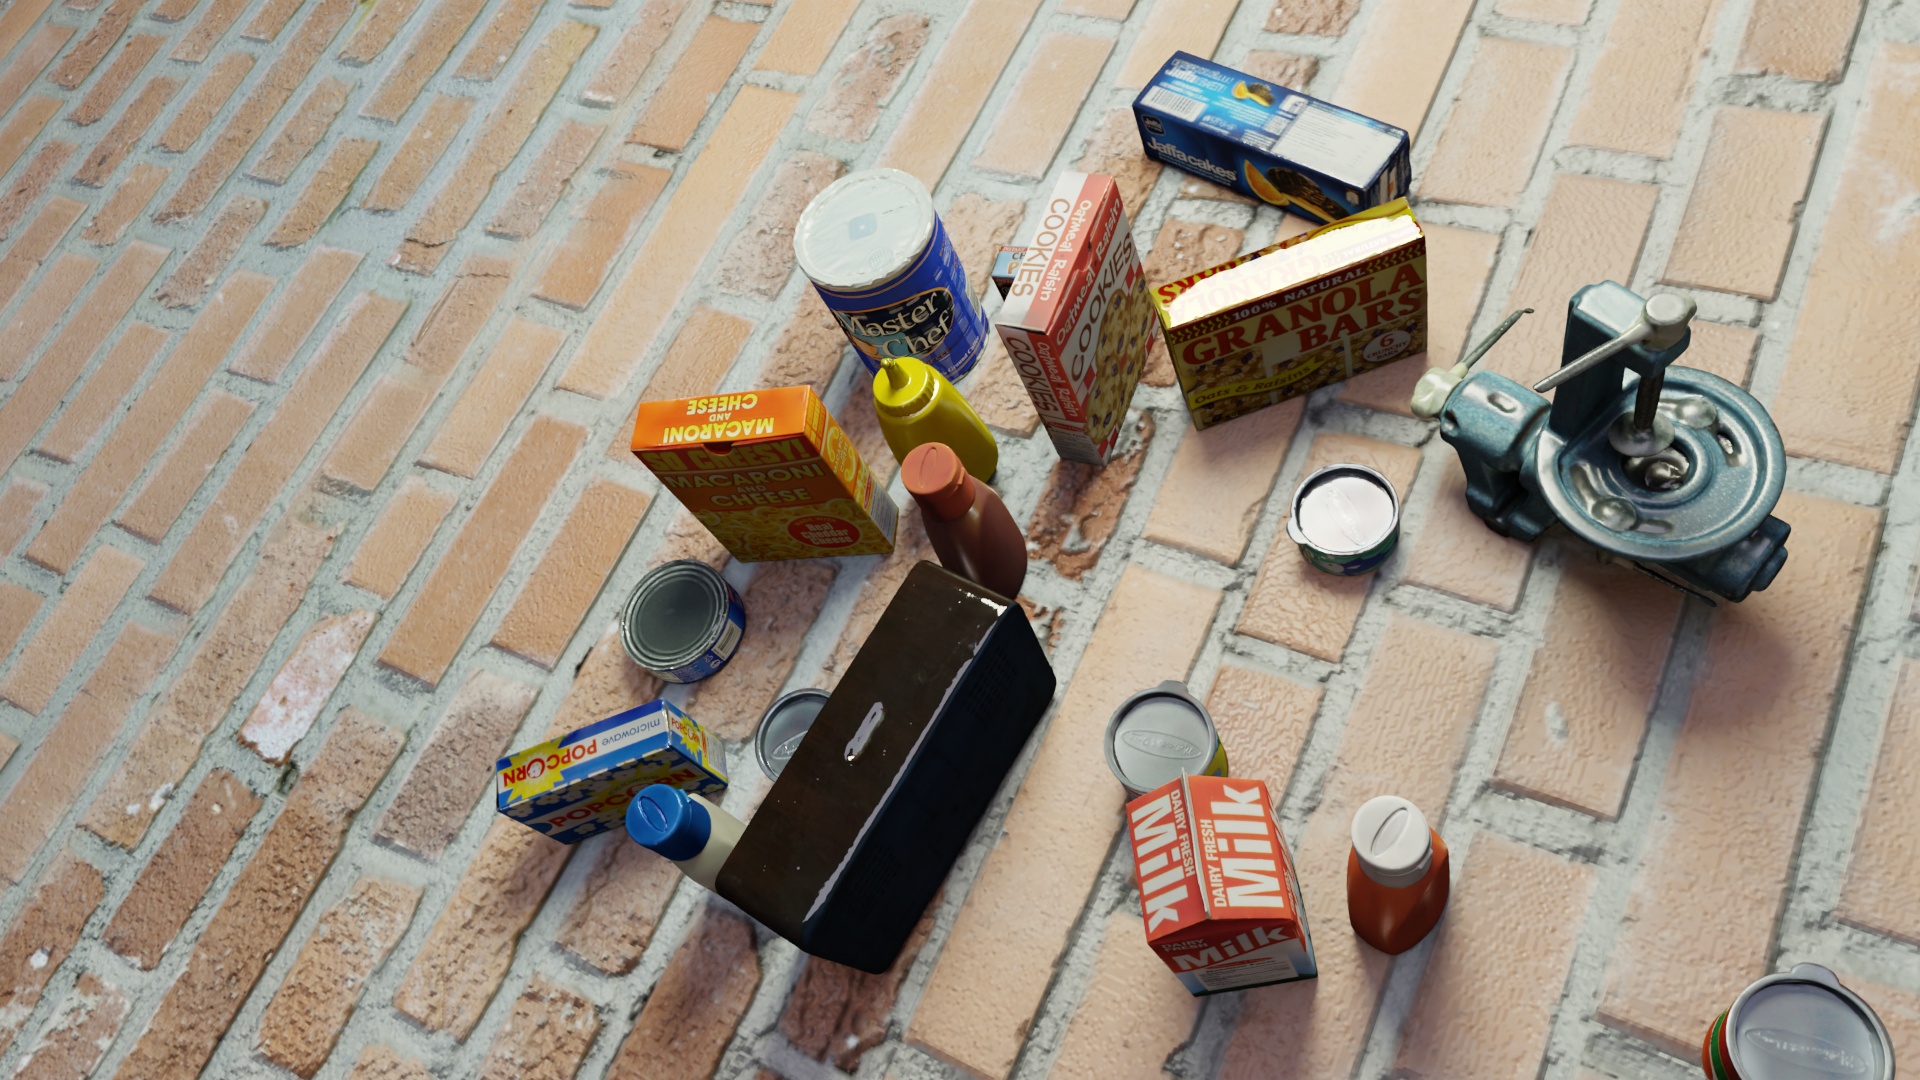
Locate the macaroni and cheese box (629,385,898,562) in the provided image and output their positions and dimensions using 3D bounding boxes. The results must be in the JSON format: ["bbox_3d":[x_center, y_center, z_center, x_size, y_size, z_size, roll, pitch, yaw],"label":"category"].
[{"bbox_3d":[-0.127,-0.040,0.943,0.123,0.166,0.040,-4,62,17],"label":"macaroni and cheese box"}]

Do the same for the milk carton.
[{"bbox_3d":[0.135,0.179,0.720,0.073,0.190,0.072,-13,60,12],"label":"milk carton"}]

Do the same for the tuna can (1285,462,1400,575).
[{"bbox_3d":[0.242,-0.012,0.879,0.071,0.032,0.071,-8,61,15],"label":"tuna can"}]

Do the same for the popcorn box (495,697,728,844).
[{"bbox_3d":[-0.230,0.155,0.922,0.126,0.085,0.038,-21,59,8],"label":"popcorn box"}]

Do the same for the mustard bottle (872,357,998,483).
[{"bbox_3d":[-0.023,-0.082,0.932,0.065,0.159,0.049,-42,58,-5],"label":"mustard bottle"}]

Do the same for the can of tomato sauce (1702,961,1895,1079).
[{"bbox_3d":[0.394,0.244,0.660,0.071,0.083,0.071,-8,61,15],"label":"can of tomato sauce"}]

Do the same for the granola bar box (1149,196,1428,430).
[{"bbox_3d":[0.217,-0.143,0.903,0.165,0.124,0.039,-19,59,9],"label":"granola bar box"}]

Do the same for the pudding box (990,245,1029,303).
[{"bbox_3d":[0.070,-0.191,1.024,0.084,0.049,0.030,8,66,23],"label":"pudding box"}]

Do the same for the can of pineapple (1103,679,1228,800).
[{"bbox_3d":[0.125,0.127,0.830,0.071,0.057,0.071,-8,61,15],"label":"can of pineapple"}]

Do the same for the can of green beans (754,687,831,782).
[{"bbox_3d":[-0.091,0.136,0.900,0.071,0.057,0.071,-8,61,15],"label":"can of green beans"}]

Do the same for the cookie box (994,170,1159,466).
[{"bbox_3d":[0.084,-0.144,0.924,0.040,0.167,0.123,13,68,25],"label":"cookie box"}]

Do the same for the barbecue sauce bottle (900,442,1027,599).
[{"bbox_3d":[0.003,-0.011,0.893,0.043,0.148,0.065,4,65,21],"label":"barbecue sauce bottle"}]

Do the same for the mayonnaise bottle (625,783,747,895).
[{"bbox_3d":[-0.151,0.186,0.841,0.041,0.147,0.065,-43,58,-6],"label":"mayonnaise bottle"}]

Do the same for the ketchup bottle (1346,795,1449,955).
[{"bbox_3d":[0.226,0.170,0.718,0.043,0.148,0.065,31,77,30],"label":"ketchup bottle"}]
